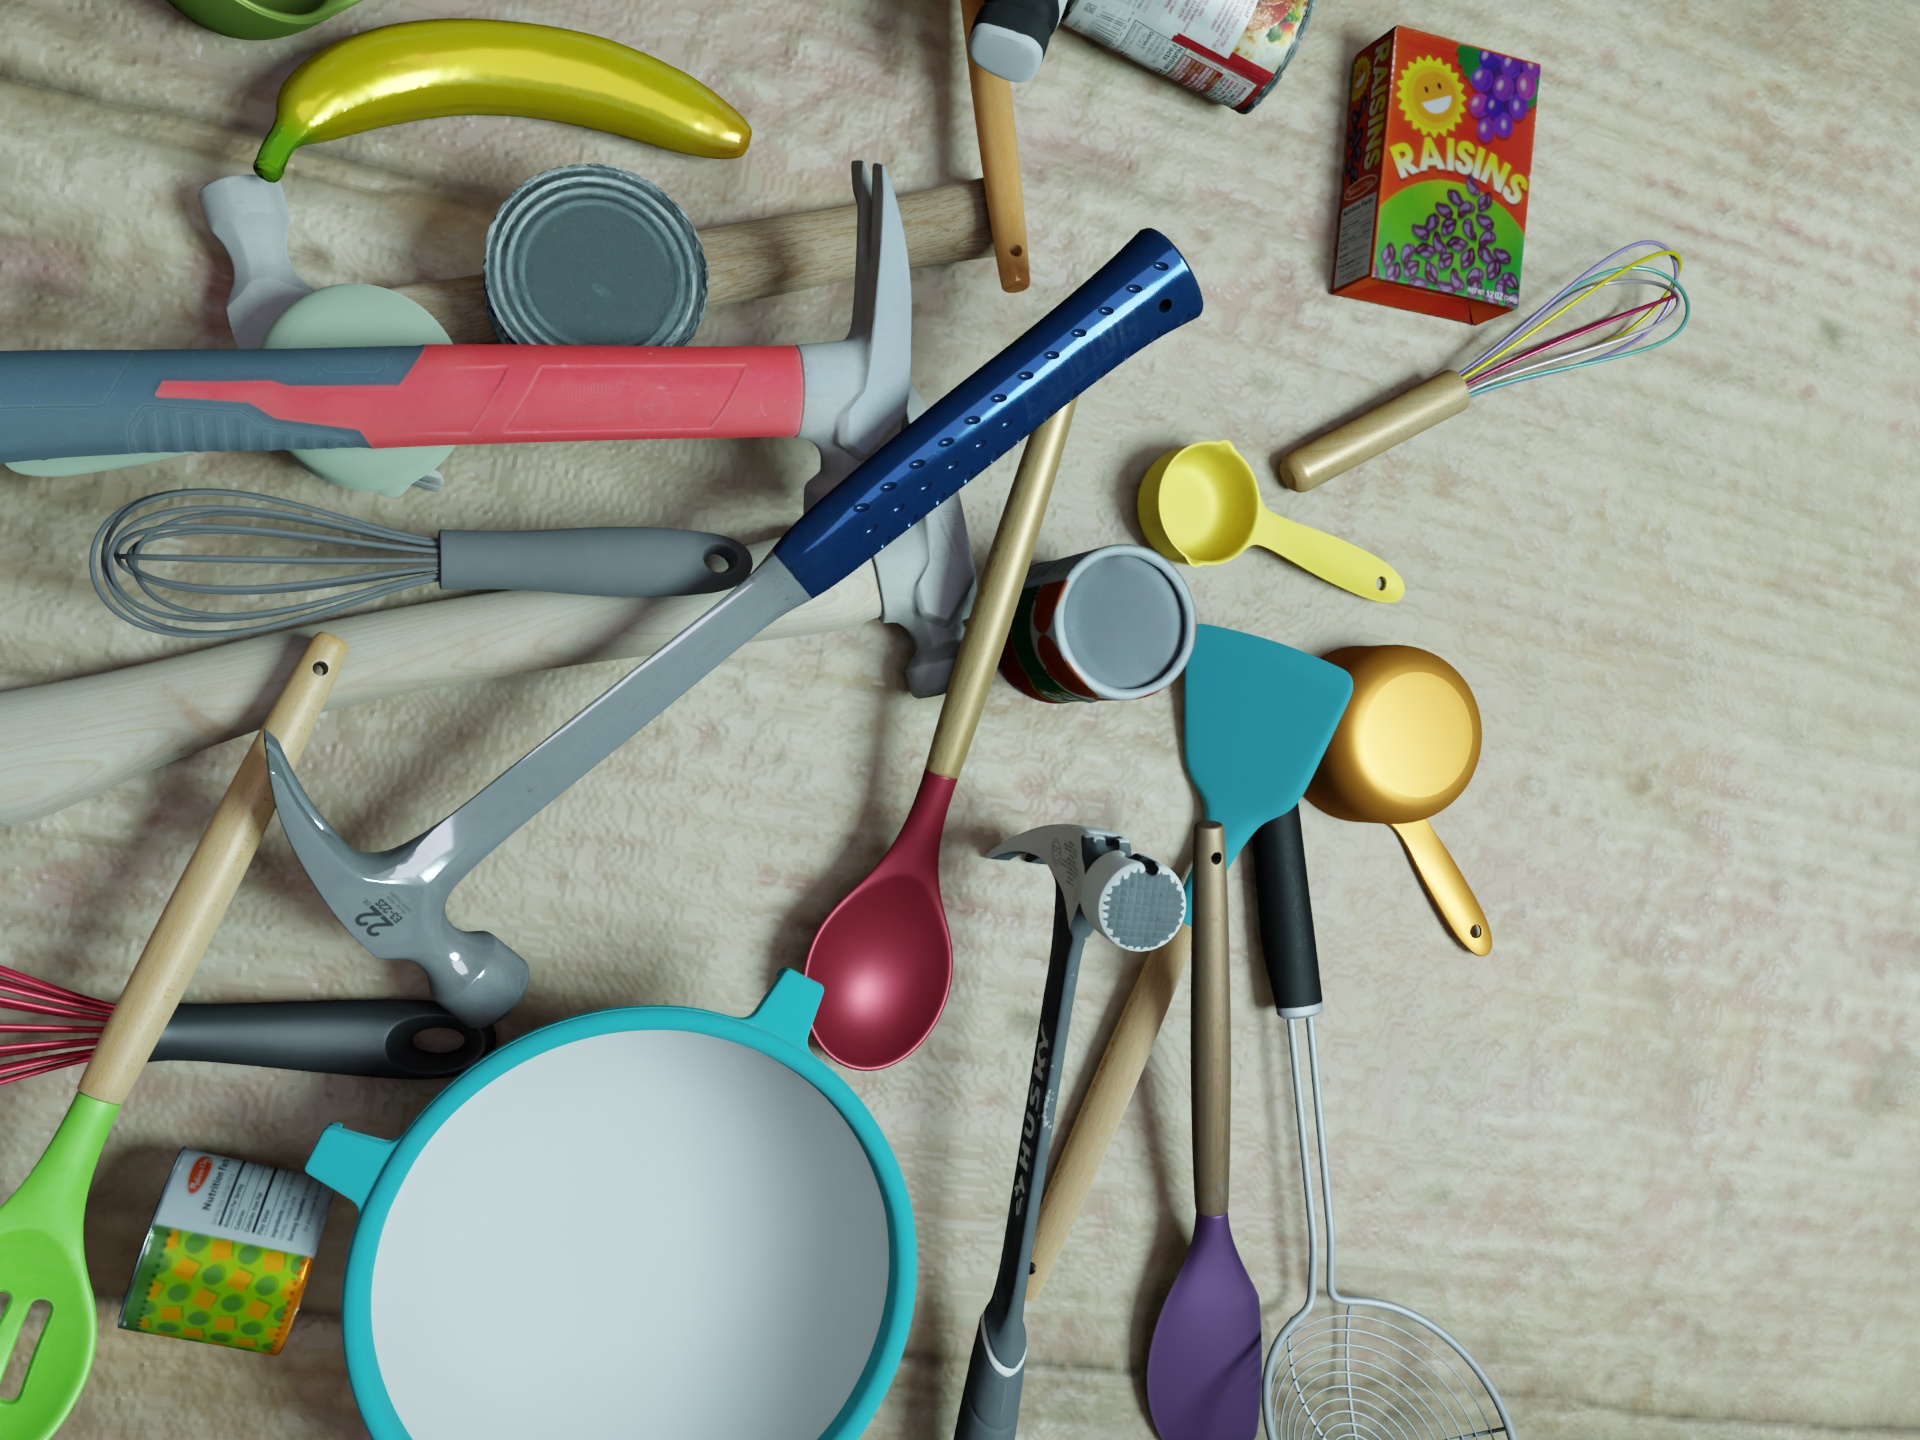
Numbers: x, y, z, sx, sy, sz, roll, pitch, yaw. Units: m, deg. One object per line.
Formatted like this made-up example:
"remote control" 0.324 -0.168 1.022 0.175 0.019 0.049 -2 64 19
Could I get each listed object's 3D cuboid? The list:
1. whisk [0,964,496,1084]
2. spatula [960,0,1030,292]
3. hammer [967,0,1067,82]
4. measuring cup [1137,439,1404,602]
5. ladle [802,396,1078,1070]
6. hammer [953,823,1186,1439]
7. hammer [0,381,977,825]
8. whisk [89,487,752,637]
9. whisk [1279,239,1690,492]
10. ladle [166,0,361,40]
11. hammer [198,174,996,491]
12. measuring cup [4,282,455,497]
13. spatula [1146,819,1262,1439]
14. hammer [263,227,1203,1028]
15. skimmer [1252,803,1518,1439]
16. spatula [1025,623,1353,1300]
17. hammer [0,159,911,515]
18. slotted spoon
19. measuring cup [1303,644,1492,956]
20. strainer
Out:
"whisk" -0.325 0.116 0.594 0.295 0.073 0.073 7 87 -24
"spatula" 0.007 -0.347 0.698 0.081 0.041 0.323 -5 83 -15
"hammer" -0.106 -0.377 0.648 0.337 0.034 0.127 19 75 -6
"measuring cup" 0.150 -0.086 0.765 0.156 0.029 0.062 19 84 -28
"ladle" -0.001 -0.002 0.672 0.069 0.031 0.315 14 99 -24
"hammer" 0.018 0.242 0.678 0.036 0.149 0.409 8 96 -17
"hammer" -0.192 -0.043 0.646 0.410 0.038 0.146 -13 92 -17
"whisk" -0.196 -0.058 0.605 0.239 0.055 0.055 -2 90 -21
"whisk" 0.264 -0.170 0.790 0.245 0.047 0.051 -28 87 -11
"ladle" -0.165 -0.326 0.648 0.320 0.062 0.078 -15 74 -20
"hammer" -0.129 -0.184 0.669 0.331 0.031 0.130 -15 94 -17
"measuring cup" -0.268 -0.116 0.589 0.167 0.038 0.083 -15 95 -16
"spatula" 0.111 0.198 0.718 0.059 0.018 0.316 -6 104 -17
"hammer" -0.076 -0.053 0.608 0.405 0.035 0.143 -39 126 -3
"skimmer" 0.181 0.195 0.727 0.127 0.090 0.363 -6 89 -26
"spatula" 0.087 0.114 0.726 0.082 0.044 0.317 21 85 27
"hammer" -0.199 -0.129 0.557 0.386 0.038 0.143 -6 112 -25
"slotted spoon" -0.293 0.110 0.568 0.070 0.031 0.314 29 74 -28
"measuring cup" 0.226 0.042 0.767 0.095 0.052 0.173 -32 97 -15
"strainer" -0.112 0.272 0.639 0.211 0.095 0.340 -18 97 -14
